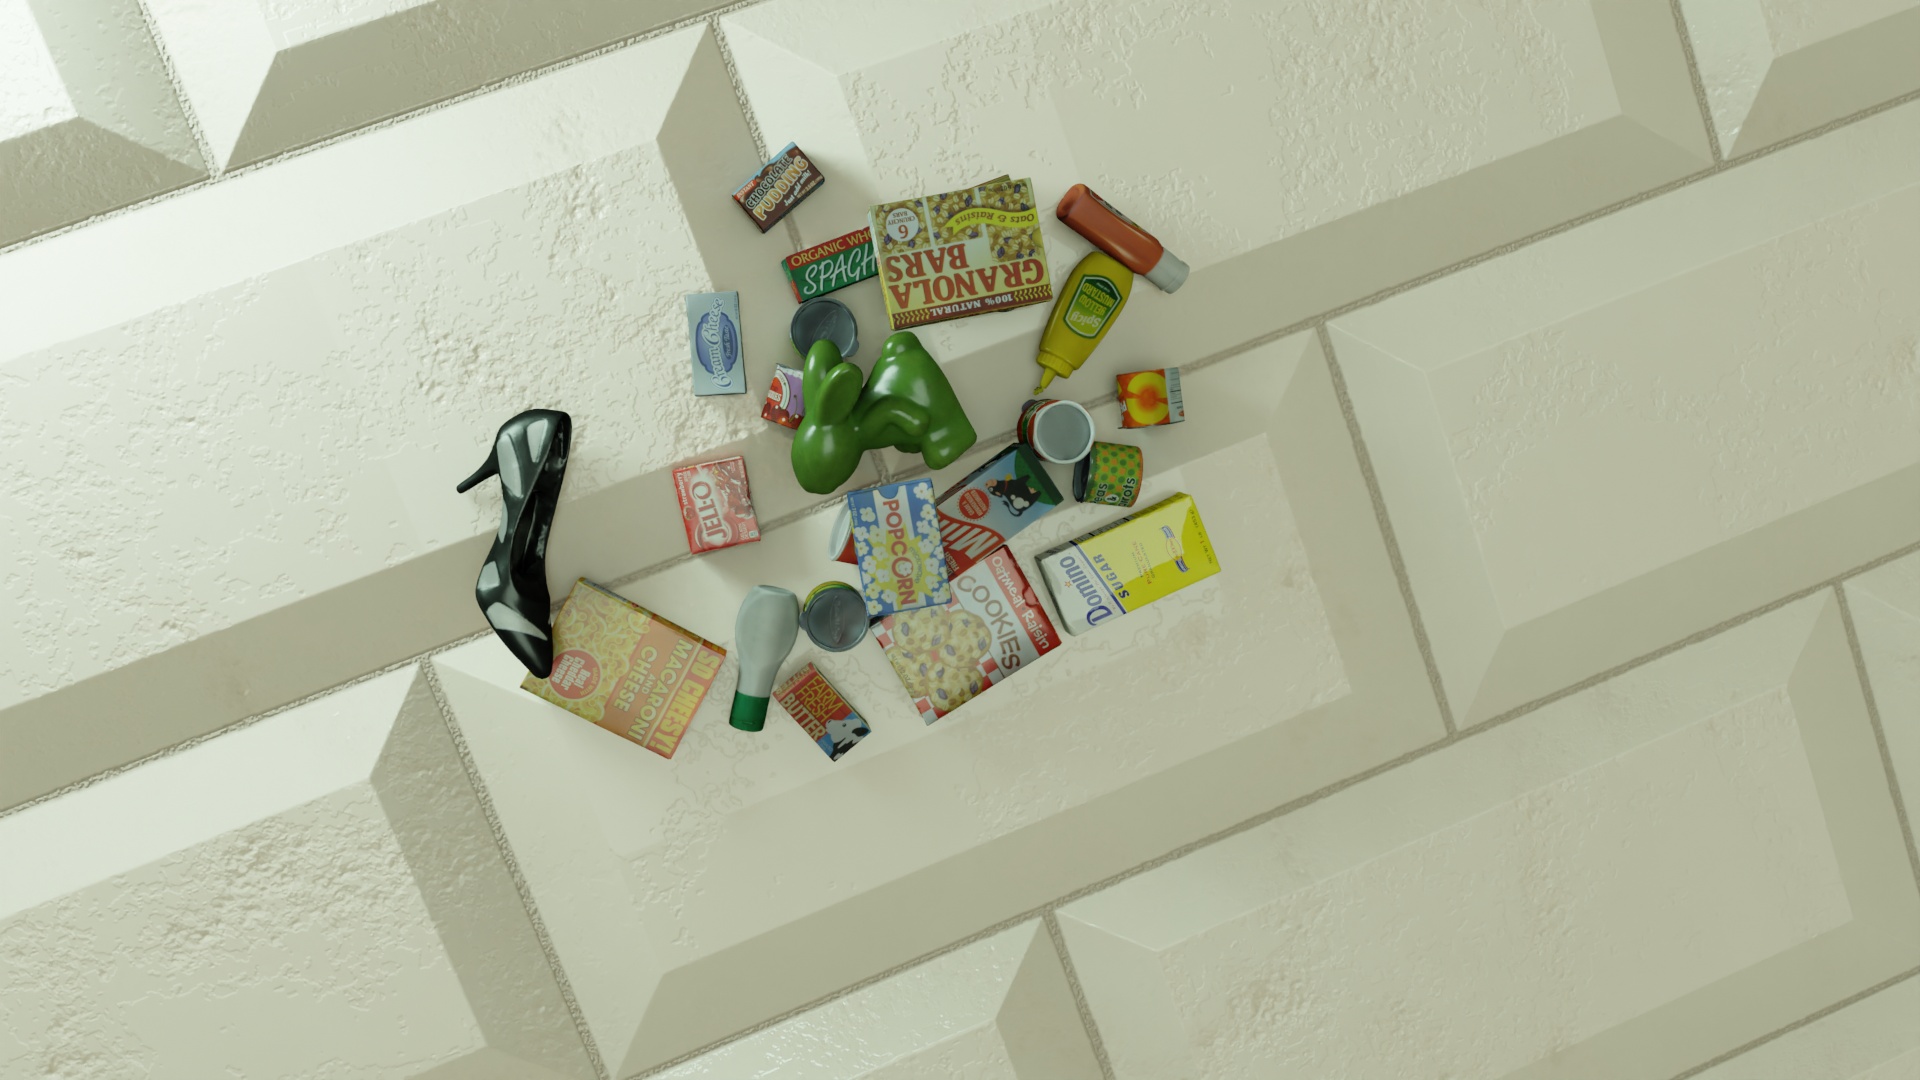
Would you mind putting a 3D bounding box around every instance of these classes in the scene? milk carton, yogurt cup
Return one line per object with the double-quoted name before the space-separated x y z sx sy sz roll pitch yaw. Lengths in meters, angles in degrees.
"milk carton" 0.005 -0.018 1.432 0.191 0.072 0.073 -35 98 -3
"yogurt cup" -0.099 -0.004 1.423 0.054 0.072 0.072 19 93 -18

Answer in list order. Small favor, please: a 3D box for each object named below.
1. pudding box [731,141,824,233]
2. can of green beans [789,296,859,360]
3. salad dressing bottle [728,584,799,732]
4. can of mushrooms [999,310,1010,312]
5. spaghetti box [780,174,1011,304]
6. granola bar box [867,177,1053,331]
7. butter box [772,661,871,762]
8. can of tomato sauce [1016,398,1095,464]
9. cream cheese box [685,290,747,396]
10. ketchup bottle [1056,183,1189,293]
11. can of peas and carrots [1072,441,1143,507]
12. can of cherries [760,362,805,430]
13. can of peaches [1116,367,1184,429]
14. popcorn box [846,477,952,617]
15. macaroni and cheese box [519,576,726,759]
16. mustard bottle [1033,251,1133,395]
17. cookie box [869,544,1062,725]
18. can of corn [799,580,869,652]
"pudding box" -0.183 -0.355 1.395 0.084 0.030 0.049 -41 99 -3
"can of green beans" -0.139 -0.210 1.401 0.071 0.058 0.071 -1 95 -8
"salad dressing bottle" -0.206 0.121 1.429 0.064 0.044 0.147 12 95 -11
"can of mushrooms" 0.047 -0.270 1.435 0.071 0.033 0.071 -1 95 -8
"spaghetti box" -0.058 -0.307 1.419 0.250 0.029 0.050 -22 97 -6
"granola bar box" 0.000 -0.286 1.390 0.166 0.039 0.124 -12 96 -5
"butter box" -0.143 0.177 1.436 0.053 0.024 0.103 -40 120 -4
"can of tomato sauce" 0.097 -0.114 1.431 0.071 0.083 0.071 -1 96 -8
"cream cheese box" -0.247 -0.198 1.403 0.053 0.024 0.103 -5 96 -6
"ketchup bottle" 0.170 -0.310 1.437 0.149 0.065 0.043 32 103 -19
"can of peas and carrots" 0.154 -0.068 1.451 0.059 0.071 0.071 7 94 -9
"can of cherries" -0.164 -0.141 1.398 0.071 0.071 0.058 19 94 -10
"can of peaches" 0.196 -0.149 1.452 0.071 0.071 0.058 -8 97 -7
"popcorn box" -0.060 0.007 1.369 0.085 0.038 0.126 -10 94 -1
"macaroni and cheese box" -0.340 0.129 1.411 0.166 0.040 0.123 28 90 -9
"mustard bottle" 0.120 -0.219 1.442 0.065 0.049 0.160 28 90 -8
"cookie box" 0.005 0.097 1.458 0.167 0.040 0.123 -31 99 -5
"can of corn" -0.131 0.077 1.427 0.071 0.058 0.071 -1 96 -8
